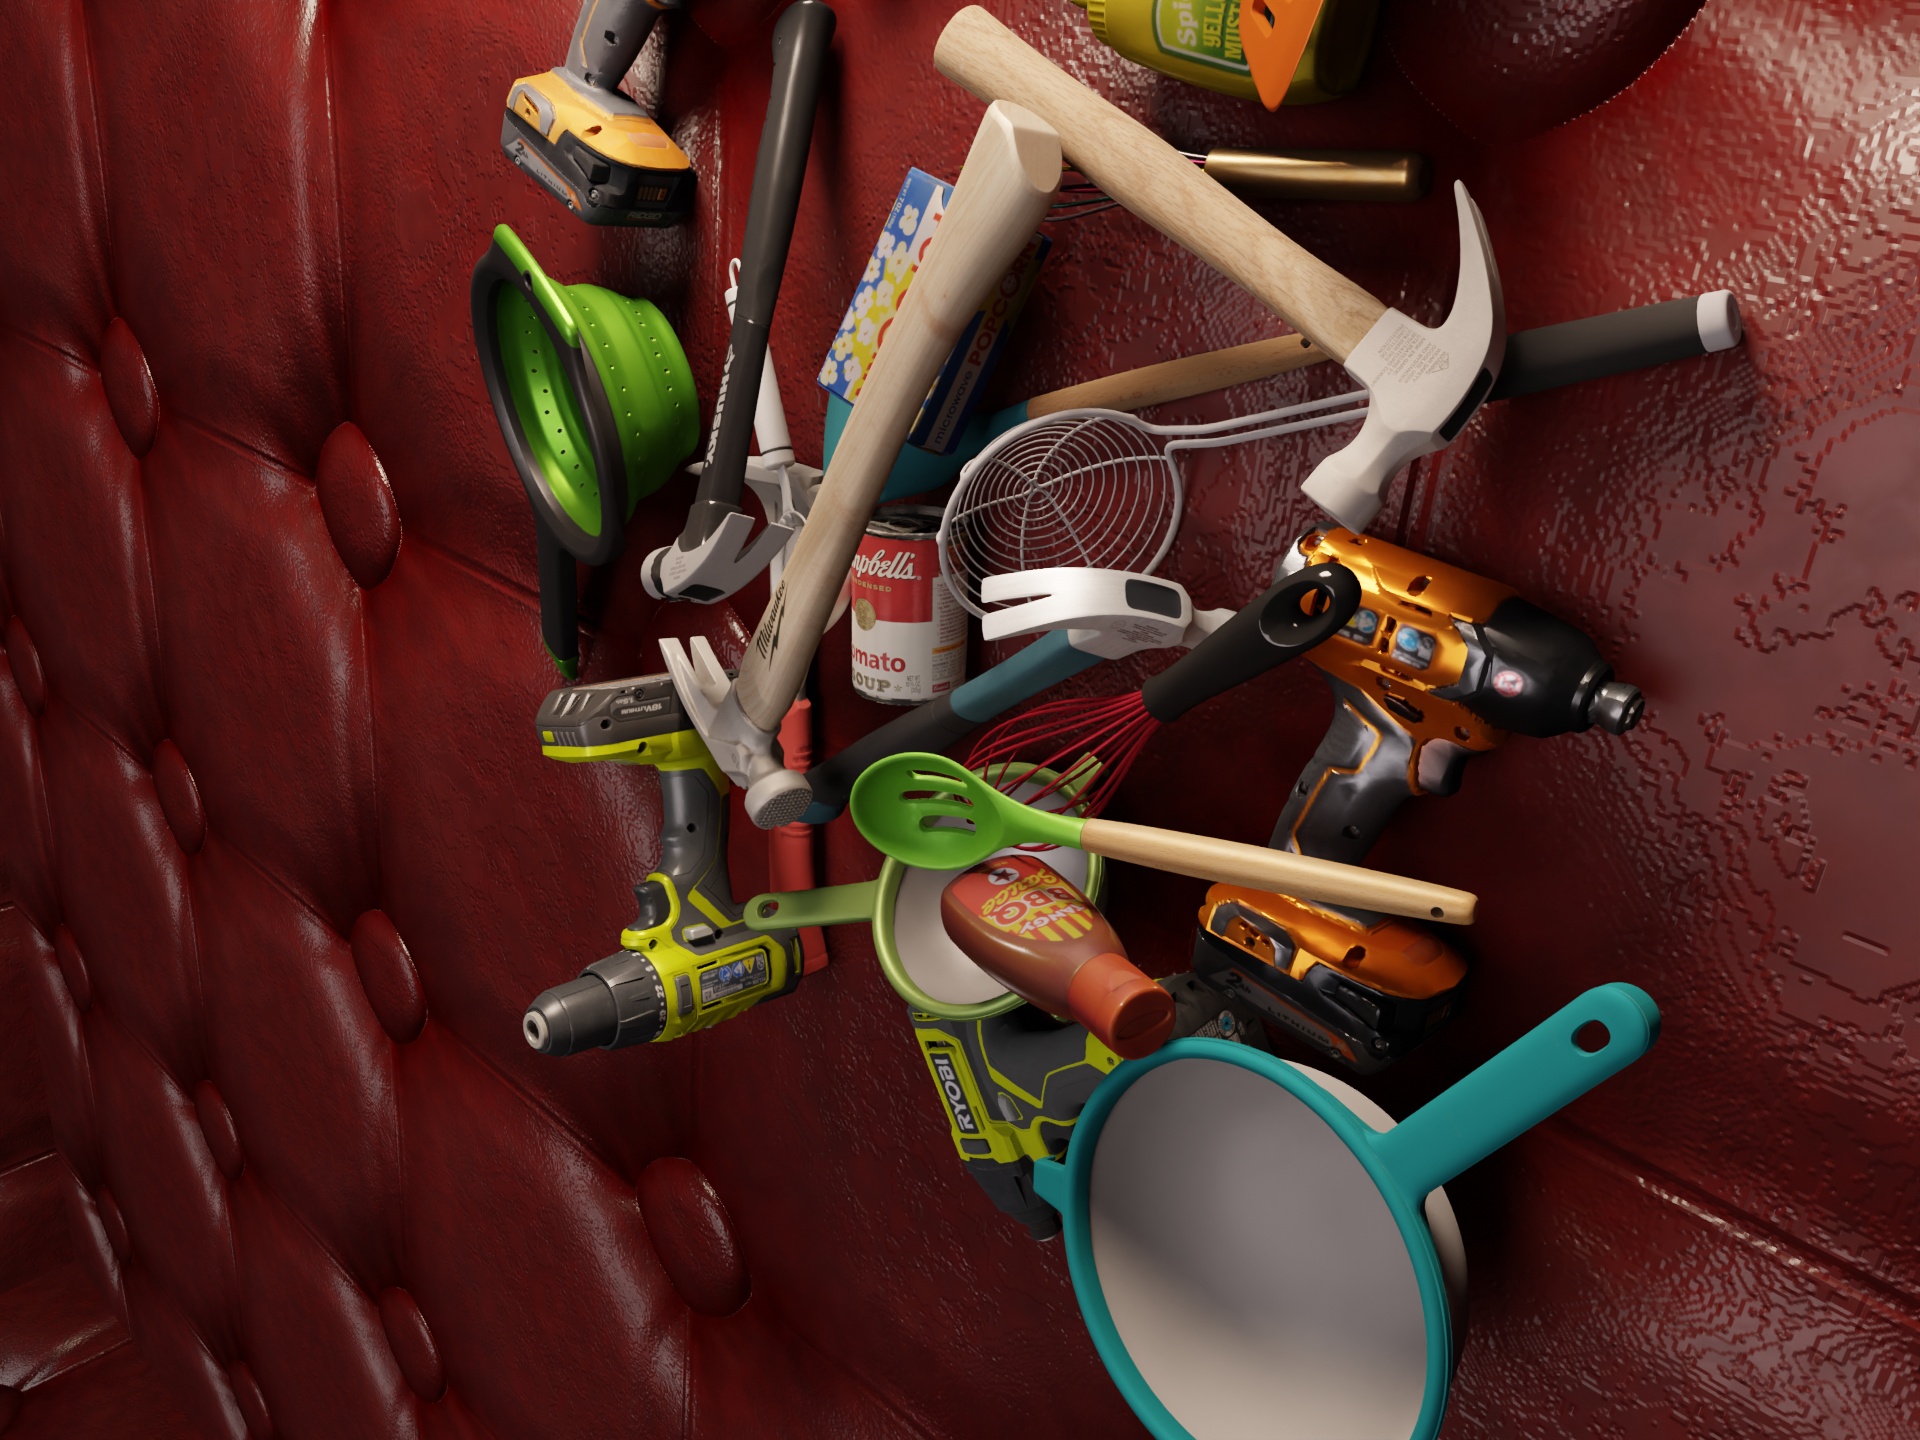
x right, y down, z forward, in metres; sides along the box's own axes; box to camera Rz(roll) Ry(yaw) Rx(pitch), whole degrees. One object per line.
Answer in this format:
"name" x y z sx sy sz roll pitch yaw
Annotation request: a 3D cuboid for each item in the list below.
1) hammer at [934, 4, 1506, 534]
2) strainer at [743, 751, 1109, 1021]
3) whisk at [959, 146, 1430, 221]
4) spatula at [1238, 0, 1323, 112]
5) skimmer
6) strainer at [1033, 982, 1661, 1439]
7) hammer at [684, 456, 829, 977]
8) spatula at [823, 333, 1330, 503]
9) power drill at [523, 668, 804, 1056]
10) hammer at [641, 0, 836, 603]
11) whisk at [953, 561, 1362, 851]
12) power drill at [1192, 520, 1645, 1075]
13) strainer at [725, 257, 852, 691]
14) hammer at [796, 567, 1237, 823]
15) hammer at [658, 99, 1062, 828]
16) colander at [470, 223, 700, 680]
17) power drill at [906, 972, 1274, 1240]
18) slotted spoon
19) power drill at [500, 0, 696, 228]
"hammer" 0.099 -0.229 0.697 0.130 0.031 0.332 -50 61 14
"strainer" -0.014 0.112 0.928 0.256 0.069 0.152 -10 58 35
"whisk" 0.102 -0.259 0.744 0.245 0.047 0.051 16 86 35
"spatula" 0.069 -0.358 0.689 0.323 0.041 0.081 52 136 39
"skimmer" 0.149 -0.111 0.708 0.363 0.127 0.090 -6 57 41
"strainer" 0.183 0.202 0.691 0.340 0.095 0.211 -51 58 37
"hammer" -0.120 0.008 1.055 0.149 0.036 0.359 18 116 40
"spatula" 0.051 -0.164 0.821 0.317 0.044 0.082 -4 80 44
"power drill" -0.195 0.089 0.998 0.080 0.190 0.228 0 99 44
"hammer" -0.110 -0.231 0.869 0.146 0.035 0.335 0 79 62
"whisk" 0.085 -0.002 0.758 0.296 0.073 0.073 -37 77 51
"power drill" 0.200 0.041 0.720 0.164 0.084 0.226 27 118 35
"strainer" -0.103 -0.146 0.934 0.087 0.050 0.258 -15 88 65
"hammer" -0.001 -0.003 0.875 0.331 0.128 0.033 -29 53 47
"hammer" -0.060 -0.131 0.829 0.146 0.038 0.410 55 133 30
"colander" -0.247 -0.165 1.097 0.205 0.094 0.396 54 152 24
"power drill" 0.076 0.223 0.909 0.223 0.080 0.171 -15 98 50
"slotted spoon" 0.083 0.060 0.743 0.314 0.031 0.070 9 123 32
"power drill" -0.180 -0.409 0.944 0.185 0.084 0.226 42 125 25
